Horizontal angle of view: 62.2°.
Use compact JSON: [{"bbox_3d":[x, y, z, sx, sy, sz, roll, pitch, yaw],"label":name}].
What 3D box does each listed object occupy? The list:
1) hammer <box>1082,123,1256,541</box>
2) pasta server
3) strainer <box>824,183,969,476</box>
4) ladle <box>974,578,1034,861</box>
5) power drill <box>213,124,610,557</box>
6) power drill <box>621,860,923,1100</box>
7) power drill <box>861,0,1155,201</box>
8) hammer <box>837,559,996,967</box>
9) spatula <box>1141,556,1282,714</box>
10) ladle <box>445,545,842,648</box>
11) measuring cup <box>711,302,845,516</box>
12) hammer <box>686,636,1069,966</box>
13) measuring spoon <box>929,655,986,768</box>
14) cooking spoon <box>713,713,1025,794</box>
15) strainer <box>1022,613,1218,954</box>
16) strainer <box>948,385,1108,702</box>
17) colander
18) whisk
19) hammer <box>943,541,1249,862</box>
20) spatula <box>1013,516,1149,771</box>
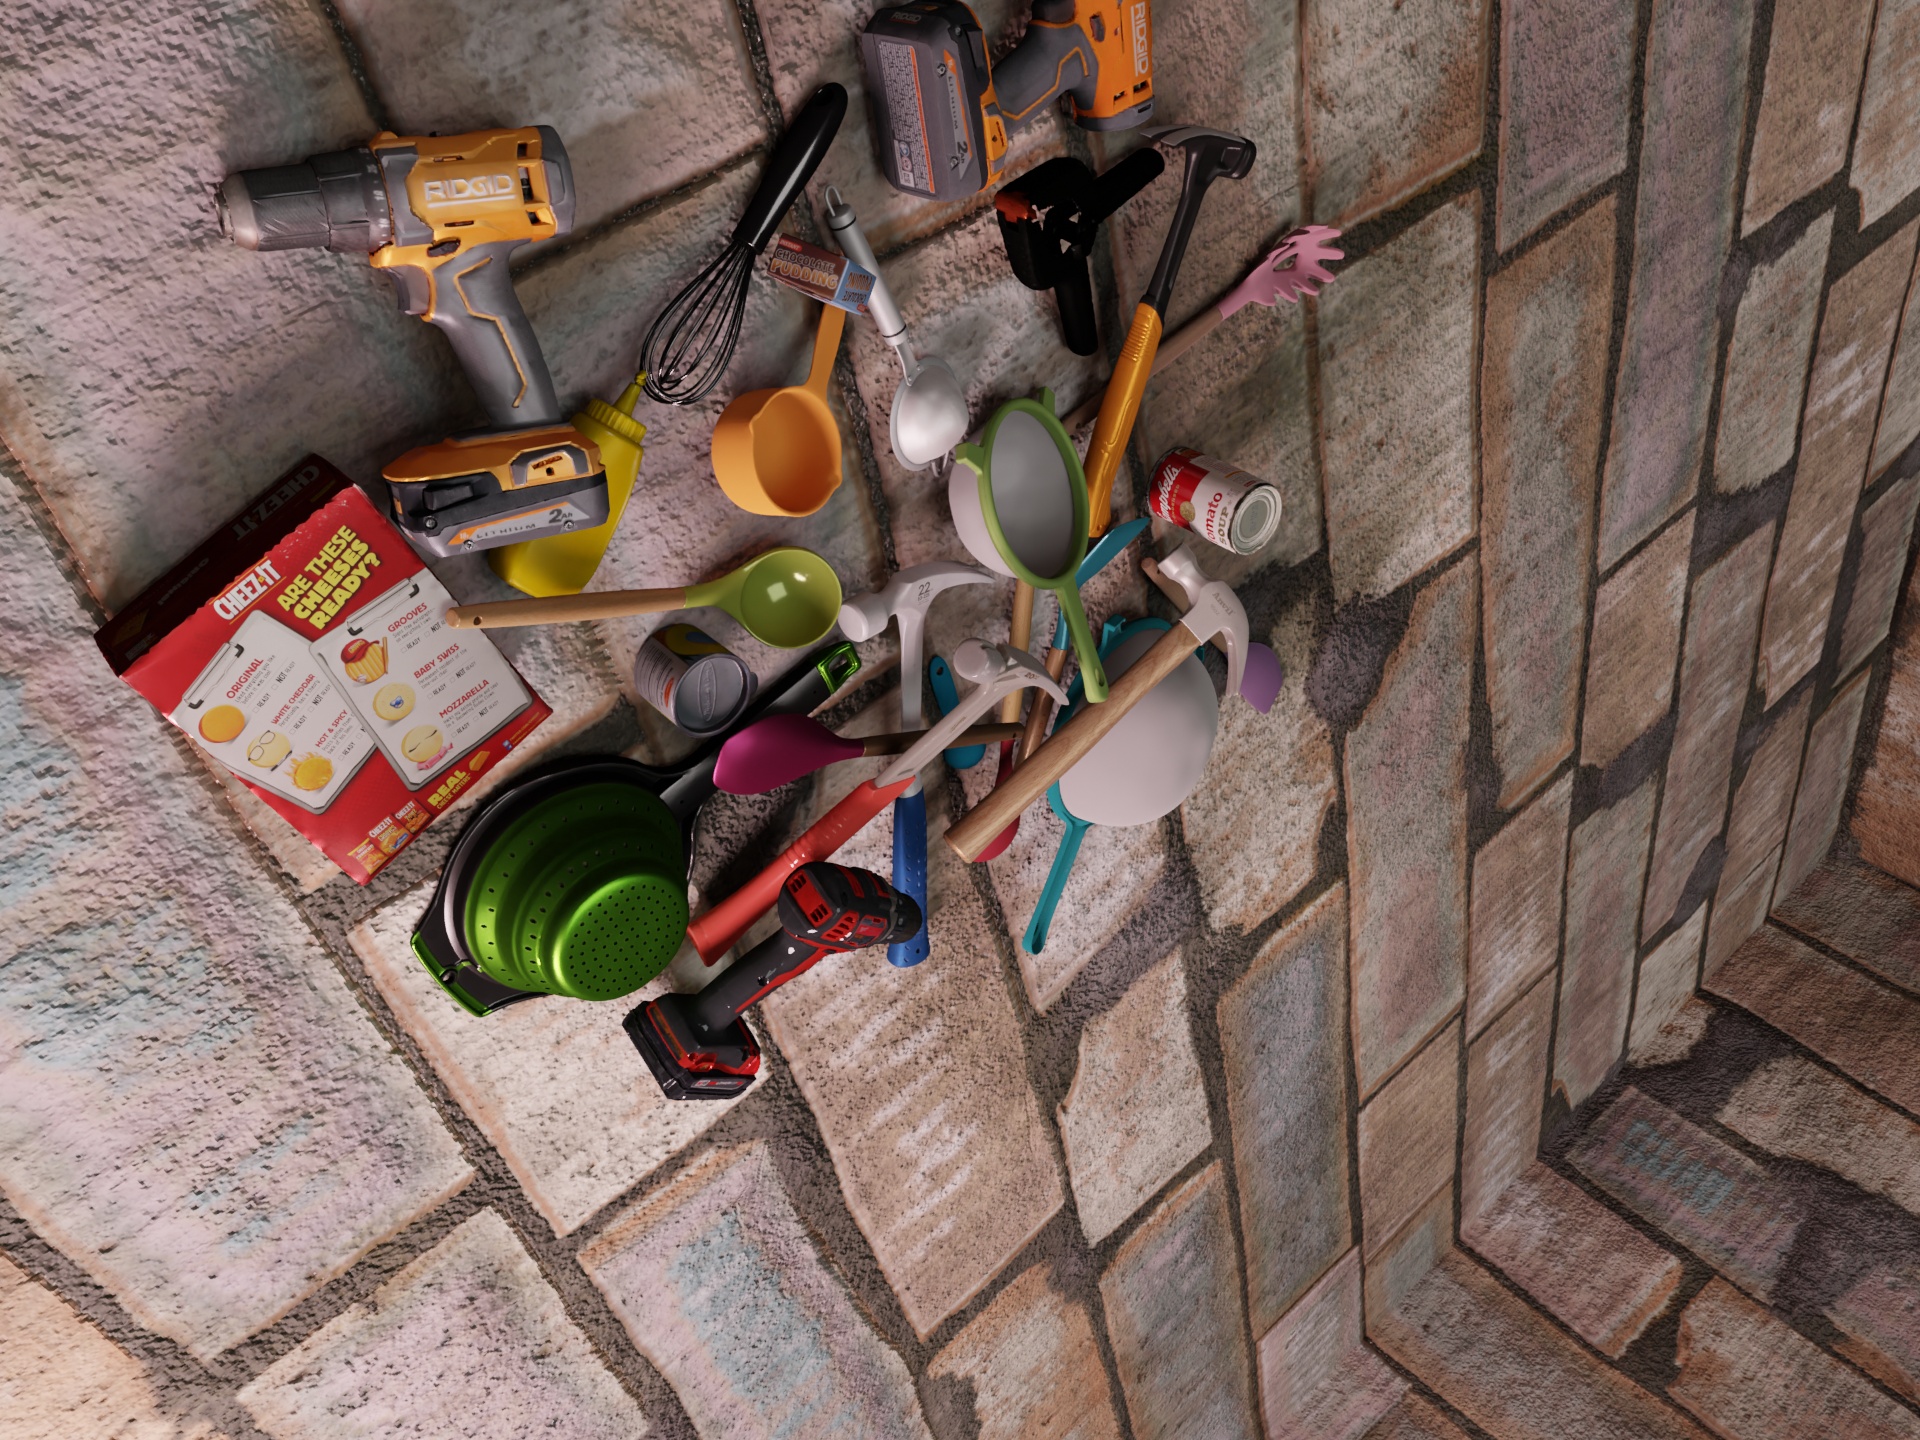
[{"bbox_3d":[0.141,-0.299,1.264,0.127,0.034,0.336,-16,130,-49],"label":"hammer"},{"bbox_3d":[0.204,-0.329,1.349,0.316,0.040,0.060,-39,135,-18],"label":"pasta server"},{"bbox_3d":[-0.043,-0.272,1.148,0.087,0.050,0.258,-55,139,-26],"label":"strainer"},{"bbox_3d":[0.045,-0.015,1.392,0.069,0.031,0.315,-25,127,-54],"label":"ladle"},{"bbox_3d":[-0.298,-0.211,0.892,0.185,0.084,0.226,-16,112,-28],"label":"power drill"},{"bbox_3d":[-0.138,0.204,1.278,0.226,0.080,0.187,-43,156,9],"label":"power drill"},{"bbox_3d":[0.043,-0.462,1.079,0.226,0.084,0.164,-35,135,-29],"label":"power drill"},{"bbox_3d":[-0.038,0.048,1.340,0.144,0.035,0.405,-30,137,-36],"label":"hammer"},{"bbox_3d":[0.253,-0.086,1.566,0.315,0.018,0.060,35,80,-50],"label":"spatula"},{"bbox_3d":[-0.199,-0.076,1.063,0.320,0.062,0.078,-12,123,-54],"label":"ladle"},{"bbox_3d":[-0.120,-0.224,1.103,0.095,0.052,0.174,28,71,-50],"label":"measuring cup"},{"bbox_3d":[-0.076,0.071,1.246,0.359,0.037,0.149,-42,154,14],"label":"hammer"},{"bbox_3d":[-0.002,-0.004,1.369,0.042,0.021,0.128,-38,136,-20],"label":"measuring spoon"},{"bbox_3d":[-0.060,0.019,1.241,0.318,0.017,0.068,-6,124,-45],"label":"cooking spoon"},{"bbox_3d":[0.154,0.076,1.482,0.210,0.095,0.340,12,100,-57],"label":"strainer"},{"bbox_3d":[0.054,-0.127,1.270,0.151,0.069,0.256,-45,122,-48],"label":"strainer"},{"bbox_3d":[-0.205,0.083,1.174,0.397,0.095,0.204,-41,137,-17],"label":"colander"},{"bbox_3d":[-0.136,-0.308,1.029,0.055,0.055,0.239,31,88,-49],"label":"whisk"},{"bbox_3d":[0.118,0.002,1.381,0.331,0.130,0.031,-43,-177,-4],"label":"hammer"},{"bbox_3d":[0.090,-0.038,1.421,0.082,0.044,0.317,-25,135,-59],"label":"spatula"}]
